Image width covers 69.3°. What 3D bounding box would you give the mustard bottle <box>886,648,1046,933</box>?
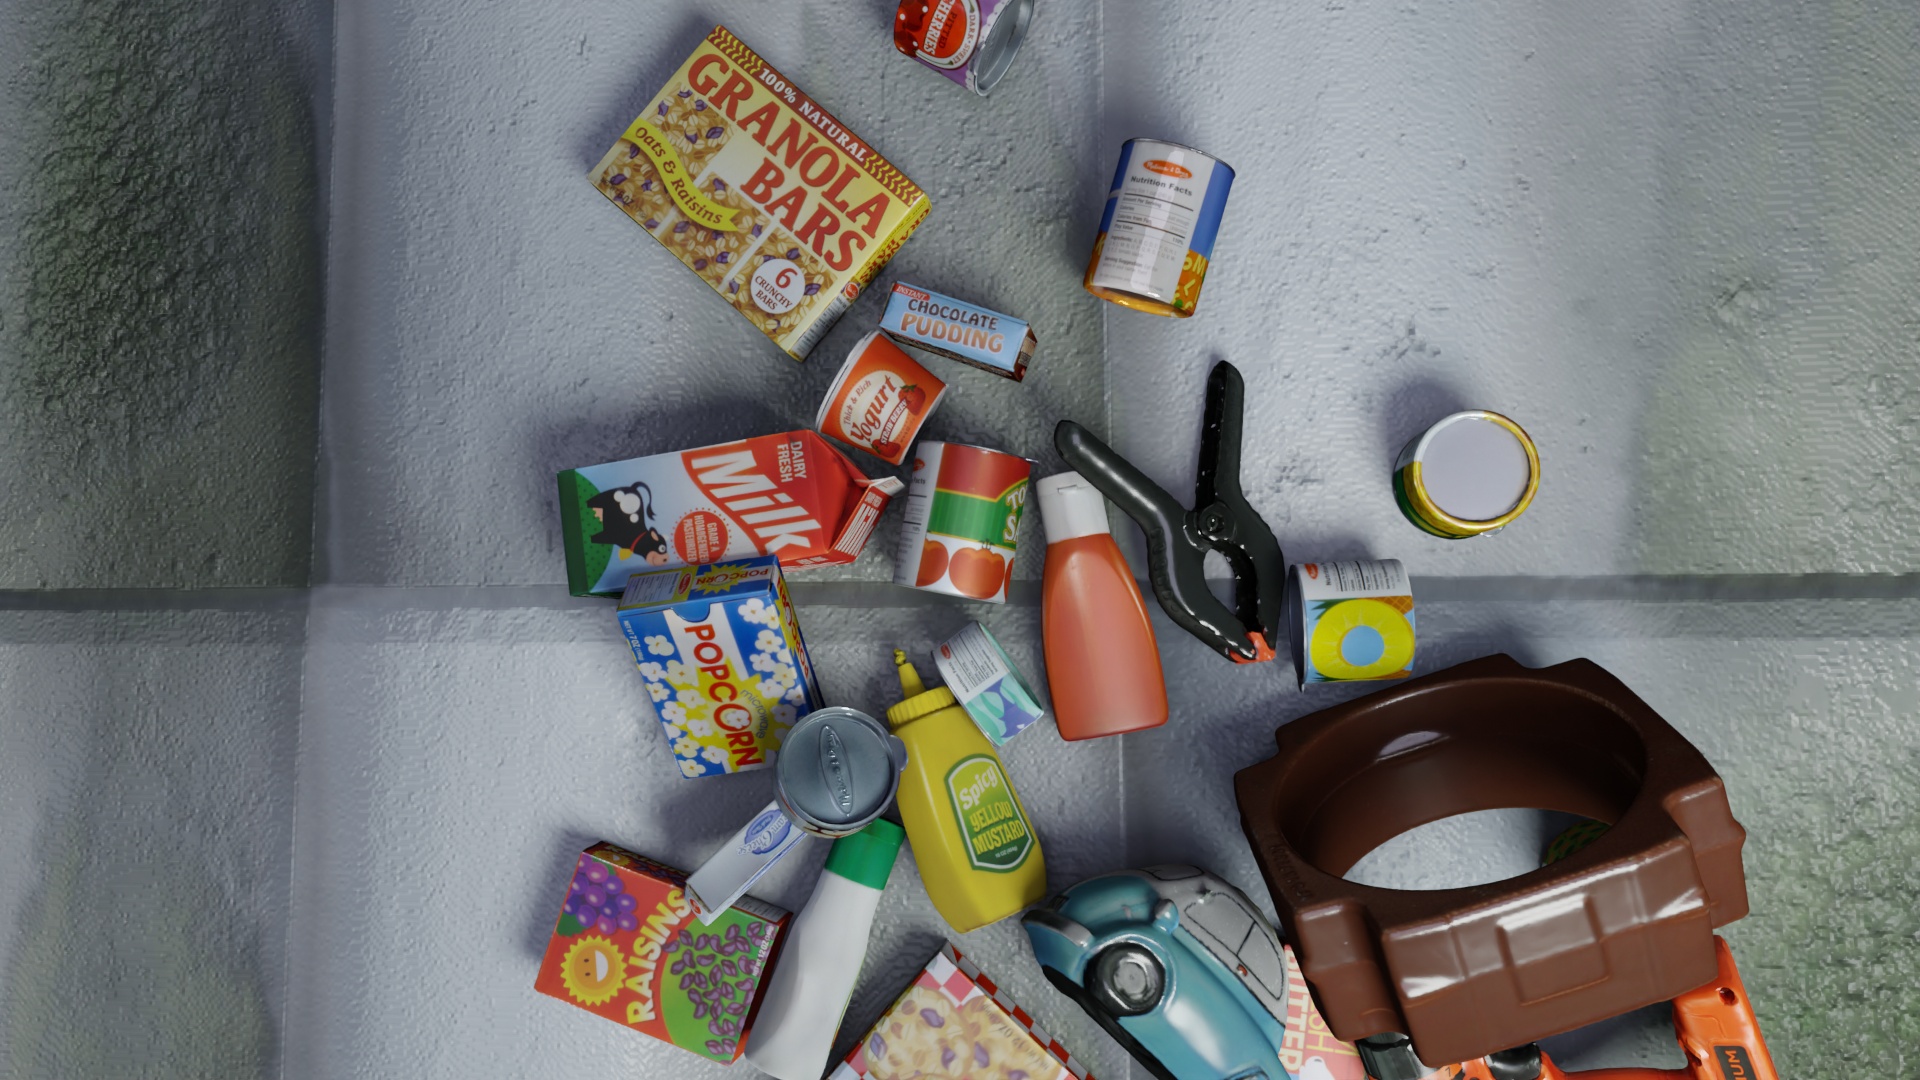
[{"bbox_3d":[-0.007,0.134,0.774,0.048,0.065,0.160,-34,75,46],"label":"mustard bottle"}]

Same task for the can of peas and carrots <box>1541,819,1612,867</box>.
[{"bbox_3d":[0.349,0.182,0.730,0.071,0.058,0.071,0,85,6],"label":"can of peas and carrots"}]

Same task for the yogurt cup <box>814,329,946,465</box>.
[{"bbox_3d":[-0.044,-0.079,0.798,0.054,0.072,0.072,31,90,0],"label":"yogurt cup"}]

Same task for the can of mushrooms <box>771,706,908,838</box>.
[{"bbox_3d":[-0.065,0.125,0.748,0.071,0.033,0.071,5,68,-14],"label":"can of mushrooms"}]

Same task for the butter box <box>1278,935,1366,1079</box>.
[{"bbox_3d":[0.195,0.273,0.758,0.053,0.024,0.103,7,86,7],"label":"butter box"}]

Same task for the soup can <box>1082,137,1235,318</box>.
[{"bbox_3d":[0.112,-0.174,0.785,0.071,0.071,0.083,17,92,8],"label":"soup can"}]

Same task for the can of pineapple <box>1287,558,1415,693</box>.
[{"bbox_3d":[0.211,0.045,0.755,0.058,0.071,0.071,-4,85,7],"label":"can of pineapple"}]

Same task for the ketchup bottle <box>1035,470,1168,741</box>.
[{"bbox_3d":[0.073,0.035,0.783,0.065,0.043,0.149,-11,84,5],"label":"ketchup bottle"}]

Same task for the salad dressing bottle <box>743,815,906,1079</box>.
[{"bbox_3d":[-0.073,0.224,0.779,0.044,0.064,0.148,24,81,-13],"label":"salad dressing bottle"}]

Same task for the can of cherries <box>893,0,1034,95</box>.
[{"bbox_3d":[0.001,-0.302,0.806,0.058,0.071,0.071,31,90,8],"label":"can of cherries"}]

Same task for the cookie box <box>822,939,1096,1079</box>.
[{"bbox_3d":[-0.019,0.329,0.772,0.123,0.040,0.167,41,90,8],"label":"cookie box"}]

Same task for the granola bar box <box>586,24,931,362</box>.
[{"bbox_3d":[-0.119,-0.206,0.829,0.166,0.039,0.124,41,92,8],"label":"granola bar box"}]

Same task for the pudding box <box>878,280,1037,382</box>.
[{"bbox_3d":[0.000,-0.120,0.802,0.084,0.049,0.030,19,90,8],"label":"pudding box"}]

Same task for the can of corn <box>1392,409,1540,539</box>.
[{"bbox_3d":[0.276,-0.033,0.757,0.071,0.058,0.071,-1,86,7],"label":"can of corn"}]

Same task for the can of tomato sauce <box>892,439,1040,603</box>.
[{"bbox_3d":[0.003,-0.010,0.784,0.071,0.071,0.083,10,88,8],"label":"can of tomato sauce"}]

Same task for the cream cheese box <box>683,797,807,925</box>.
[{"bbox_3d":[-0.108,0.166,0.770,0.104,0.053,0.024,-40,82,-24],"label":"cream cheese box"}]

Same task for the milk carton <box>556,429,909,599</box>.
[{"bbox_3d":[-0.125,-0.016,0.797,0.190,0.072,0.073,-9,84,6],"label":"milk carton"}]

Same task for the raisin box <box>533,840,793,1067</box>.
[{"bbox_3d":[-0.170,0.235,0.798,0.123,0.040,0.086,18,88,7],"label":"raisin box"}]

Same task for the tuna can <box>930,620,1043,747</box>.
[{"bbox_3d":[0.016,0.081,0.777,0.033,0.071,0.071,-36,82,2],"label":"tuna can"}]

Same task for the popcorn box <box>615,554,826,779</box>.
[{"bbox_3d":[-0.129,0.072,0.773,0.085,0.038,0.126,-8,124,7],"label":"popcorn box"}]
